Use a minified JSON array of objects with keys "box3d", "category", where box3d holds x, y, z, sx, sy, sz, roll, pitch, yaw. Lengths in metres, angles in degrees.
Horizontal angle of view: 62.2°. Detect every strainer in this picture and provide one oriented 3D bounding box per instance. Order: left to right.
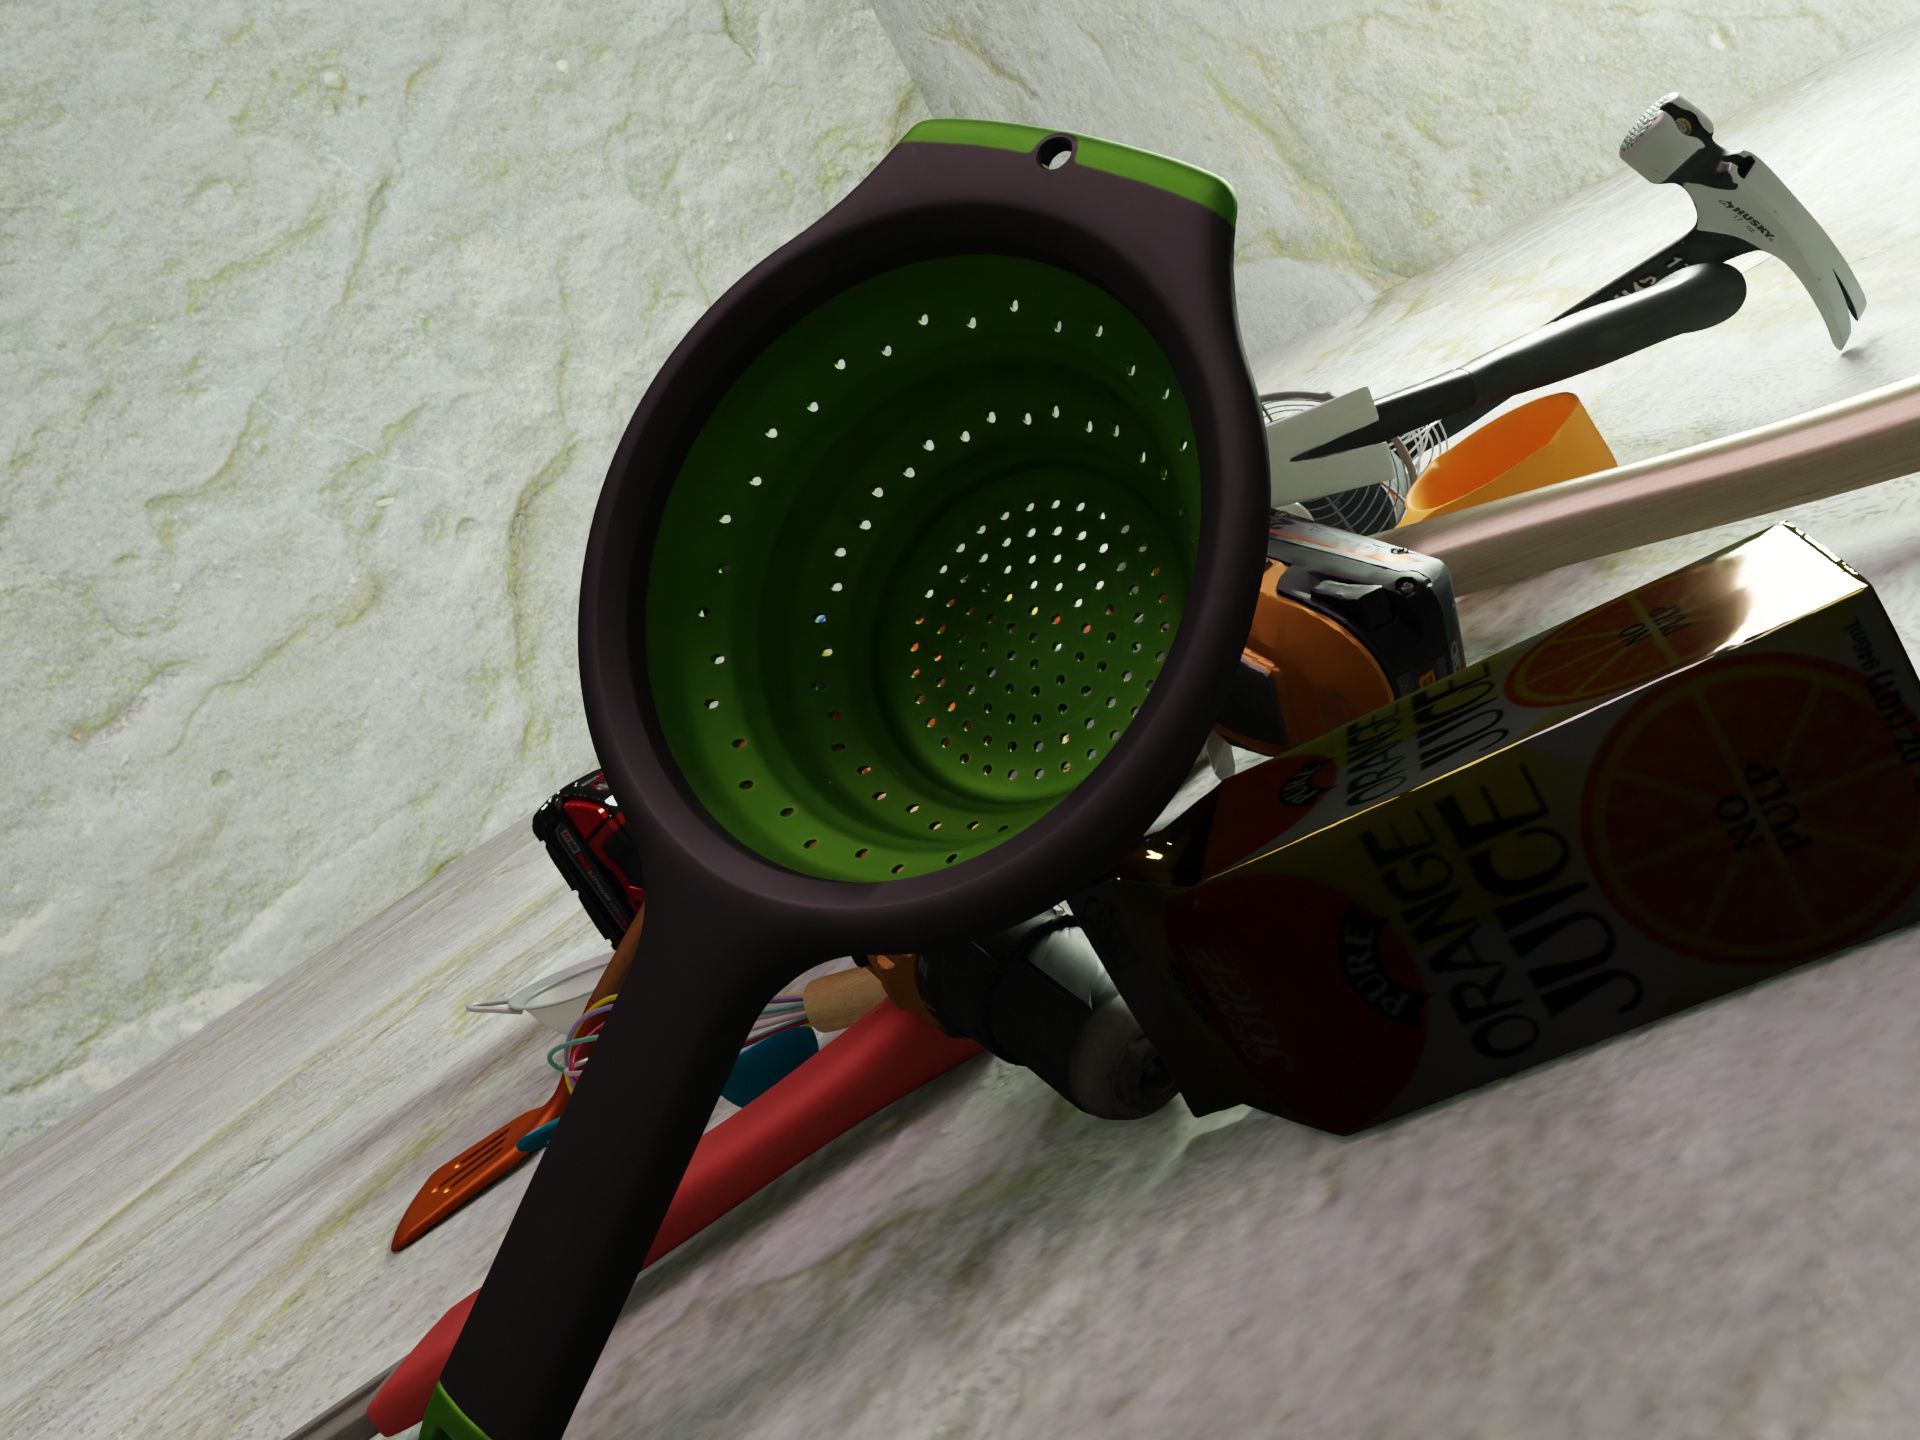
[{"box3d":[-0.142,0.119,0.881,0.258,0.050,0.087,-27,8,-10],"category":"strainer"}]

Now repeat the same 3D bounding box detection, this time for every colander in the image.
[{"box3d":[-0.034,0.039,0.441,0.094,0.205,0.397,24,-89,-58],"category":"colander"}]

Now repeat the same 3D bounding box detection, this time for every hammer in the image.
[{"box3d":[-0.141,0.190,0.505,0.359,0.036,0.149,-33,9,-9],"category":"hammer"},{"box3d":[0.229,-0.148,0.692,0.335,0.035,0.146,-23,9,-26],"category":"hammer"},{"box3d":[0.337,-0.211,0.928,0.036,0.149,0.409,-55,6,-14],"category":"hammer"},{"box3d":[0.260,-0.076,0.570,0.410,0.038,0.146,-16,41,41],"category":"hammer"}]

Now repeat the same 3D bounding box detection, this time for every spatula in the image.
[{"box3d":[-0.165,0.110,0.752,0.322,0.041,0.081,-59,10,1],"category":"spatula"}]

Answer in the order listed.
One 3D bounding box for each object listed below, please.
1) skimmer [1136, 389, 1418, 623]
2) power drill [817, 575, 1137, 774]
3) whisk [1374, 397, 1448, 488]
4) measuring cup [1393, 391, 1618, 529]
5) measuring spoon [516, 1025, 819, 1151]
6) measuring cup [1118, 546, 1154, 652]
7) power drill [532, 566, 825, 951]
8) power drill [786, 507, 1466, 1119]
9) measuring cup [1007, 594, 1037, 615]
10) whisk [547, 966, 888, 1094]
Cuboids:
[{"box3d":[0.079,-0.030,0.837,0.363,0.127,0.090,-42,21,-3],"category":"skimmer"},{"box3d":[-0.001,-0.002,0.711,0.164,0.084,0.226,-36,11,6],"category":"power drill"},{"box3d":[0.200,-0.129,1.063,0.284,0.070,0.070,-31,7,39],"category":"whisk"},{"box3d":[0.225,-0.075,0.722,0.173,0.052,0.095,-42,13,-8],"category":"measuring cup"},{"box3d":[-0.099,0.140,0.569,0.128,0.021,0.042,-9,-32,-47],"category":"measuring spoon"},{"box3d":[0.104,-0.041,0.743,0.083,0.038,0.167,-28,-19,12],"category":"measuring cup"},{"box3d":[-0.154,0.026,0.969,0.226,0.188,0.080,-31,4,27],"category":"power drill"},{"box3d":[0.067,0.024,0.519,0.226,0.084,0.185,-32,33,-19],"category":"power drill"},{"box3d":[-0.001,-0.019,1.012,0.156,0.029,0.062,-56,6,-6],"category":"measuring cup"},{"box3d":[-0.075,0.116,0.642,0.245,0.051,0.047,-20,41,29],"category":"whisk"}]
